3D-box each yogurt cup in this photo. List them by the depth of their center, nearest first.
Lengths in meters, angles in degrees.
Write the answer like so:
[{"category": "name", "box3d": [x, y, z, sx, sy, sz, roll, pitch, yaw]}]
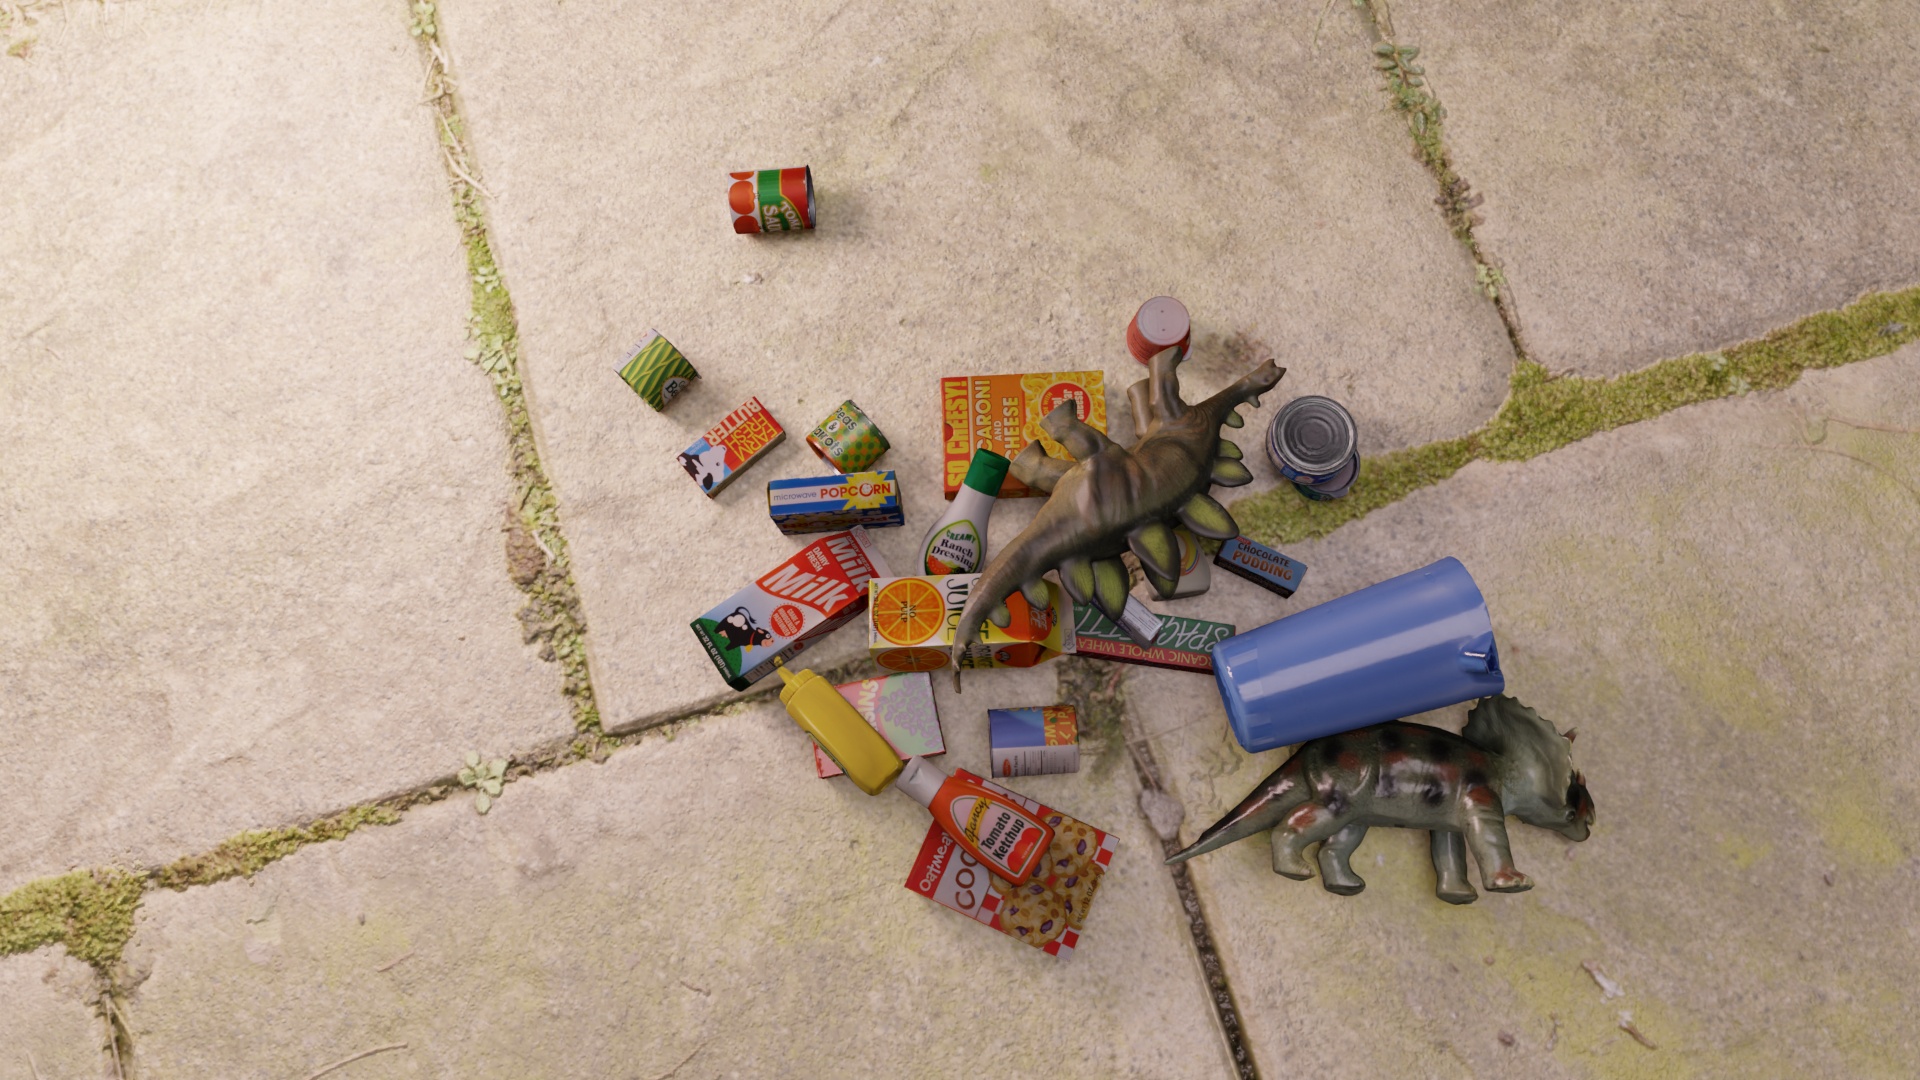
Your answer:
[{"category": "yogurt cup", "box3d": [0.205, -0.216, 1.424, 0.072, 0.054, 0.072, 0, 76, 2]}]

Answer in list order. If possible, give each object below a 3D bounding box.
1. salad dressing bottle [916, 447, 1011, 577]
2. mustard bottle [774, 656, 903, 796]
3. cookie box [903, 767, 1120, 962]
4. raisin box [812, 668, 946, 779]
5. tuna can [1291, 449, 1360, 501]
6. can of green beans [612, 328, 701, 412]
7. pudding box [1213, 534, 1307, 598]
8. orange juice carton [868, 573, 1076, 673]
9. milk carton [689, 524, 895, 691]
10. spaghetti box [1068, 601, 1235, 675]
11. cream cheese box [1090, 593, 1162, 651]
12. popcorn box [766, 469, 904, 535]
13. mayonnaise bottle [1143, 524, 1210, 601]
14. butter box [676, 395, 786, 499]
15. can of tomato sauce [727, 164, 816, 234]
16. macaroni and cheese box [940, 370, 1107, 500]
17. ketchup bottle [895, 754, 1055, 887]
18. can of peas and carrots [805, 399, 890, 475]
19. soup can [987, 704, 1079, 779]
[{"category": "salad dressing bottle", "box3d": [0.005, -0.017, 1.361, 0.064, 0.044, 0.147, 22, 99, -5]}, {"category": "mustard bottle", "box3d": [-0.122, 0.168, 1.296, 0.049, 0.065, 0.160, -43, 75, -12]}, {"category": "cookie box", "box3d": [0.049, 0.304, 1.310, 0.167, 0.040, 0.123, 23, 78, 7]}, {"category": "raisin box", "box3d": [-0.082, 0.177, 1.344, 0.123, 0.040, 0.086, -11, 78, -1]}, {"category": "tuna can", "box3d": [0.366, -0.072, 1.397, 0.071, 0.032, 0.071, 0, 77, 1]}, {"category": "can of green beans", "box3d": [-0.312, -0.173, 1.419, 0.071, 0.071, 0.058, 42, 82, 10]}, {"category": "pudding box", "box3d": [0.295, 0.024, 1.367, 0.084, 0.049, 0.030, 26, 80, 7]}, {"category": "orange juice carton", "box3d": [0.011, 0.077, 1.314, 0.193, 0.072, 0.072, -3, 65, 3]}, {"category": "milk carton", "box3d": [-0.159, 0.063, 1.355, 0.191, 0.073, 0.072, -33, 78, -7]}, {"category": "spaghetti box", "box3d": [0.145, 0.091, 1.365, 0.250, 0.028, 0.050, 8, 76, 3]}, {"category": "cream cheese box", "box3d": [0.147, 0.059, 1.329, 0.104, 0.053, 0.024, 41, 79, 13]}, {"category": "popcorn box", "box3d": [-0.122, -0.036, 1.372, 0.127, 0.085, 0.038, -5, 76, 1]}, {"category": "mayonnaise bottle", "box3d": [0.206, -0.016, 1.383, 0.065, 0.041, 0.148, -9, 76, -1]}, {"category": "butter box", "box3d": [-0.233, -0.095, 1.420, 0.103, 0.024, 0.053, -41, 80, -8]}, {"category": "can of tomato sauce", "box3d": [-0.198, -0.356, 1.460, 0.083, 0.071, 0.071, -5, 77, 1]}, {"category": "macaroni and cheese box", "box3d": [0.064, -0.107, 1.408, 0.166, 0.040, 0.124, -2, 76, 0]}, {"category": "ketchup bottle", "box3d": [0.010, 0.253, 1.279, 0.149, 0.043, 0.065, 33, 78, 8]}, {"category": "can of peas and carrots", "box3d": [-0.114, -0.099, 1.395, 0.059, 0.071, 0.071, -43, 80, -7]}, {"category": "soup can", "box3d": [0.069, 0.189, 1.325, 0.084, 0.071, 0.071, -4, 77, 0]}]
